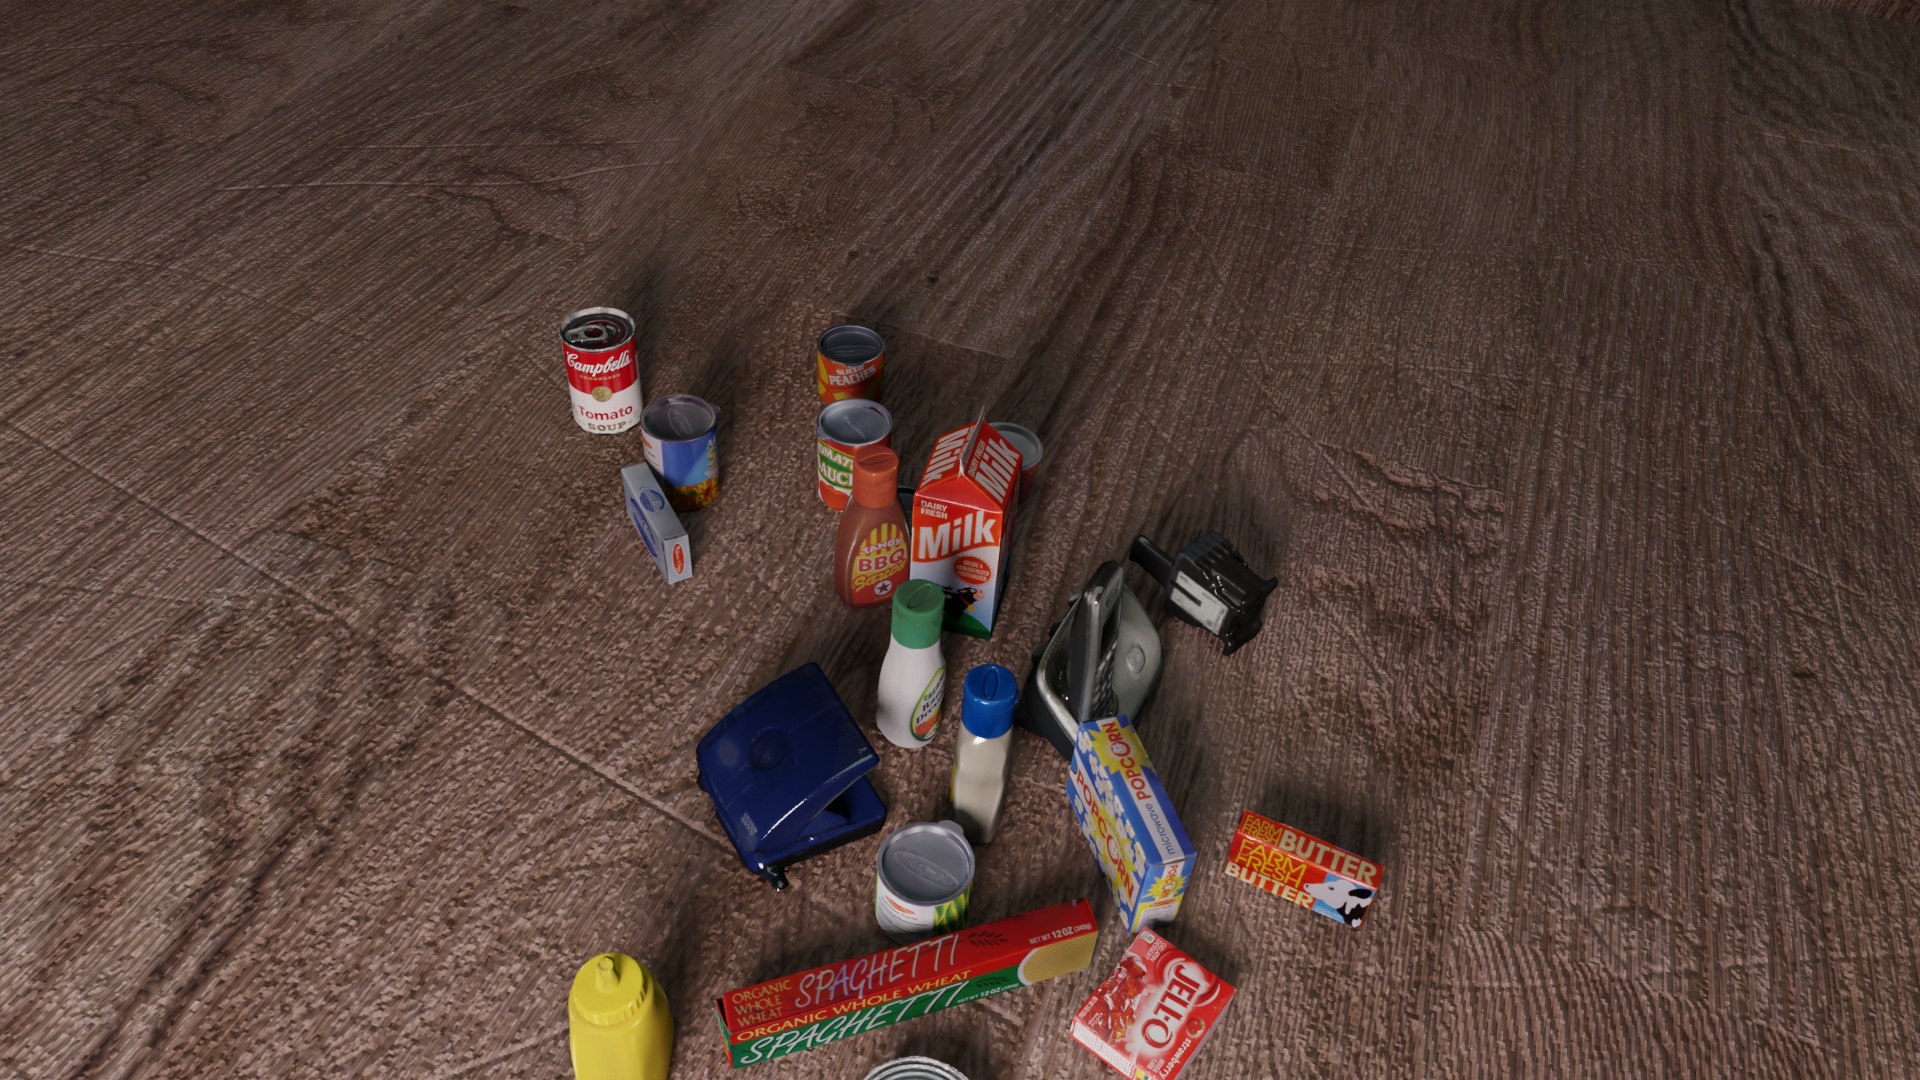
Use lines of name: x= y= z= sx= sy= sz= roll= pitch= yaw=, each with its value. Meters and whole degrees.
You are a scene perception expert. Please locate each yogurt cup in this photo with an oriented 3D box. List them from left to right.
yogurt cup: x=0.039 y=-0.067 z=1.271 sx=0.072 sy=0.053 sz=0.073 roll=3 pitch=44 yaw=-2

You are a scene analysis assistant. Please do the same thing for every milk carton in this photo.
milk carton: x=0.004 y=-0.014 z=1.113 sx=0.073 sy=0.189 sz=0.073 roll=13 pitch=44 yaw=8

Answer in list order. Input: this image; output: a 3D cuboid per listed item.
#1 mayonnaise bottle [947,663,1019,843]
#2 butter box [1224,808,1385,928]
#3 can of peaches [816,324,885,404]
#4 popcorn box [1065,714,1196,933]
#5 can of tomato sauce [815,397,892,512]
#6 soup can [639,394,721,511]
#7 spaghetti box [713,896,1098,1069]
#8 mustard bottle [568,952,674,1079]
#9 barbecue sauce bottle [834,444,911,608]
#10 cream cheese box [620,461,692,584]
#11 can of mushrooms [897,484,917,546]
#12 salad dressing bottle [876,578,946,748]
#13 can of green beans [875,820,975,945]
mayonnaise bottle: x=0.015 y=0.147 z=0.975 sx=0.041 sy=0.147 sz=0.065 roll=7 pitch=44 yaw=2
butter box: x=0.240 y=0.231 z=0.977 sx=0.103 sy=0.052 sz=0.024 roll=21 pitch=46 yaw=16
can of peaches: x=-0.107 y=-0.168 z=1.360 sx=0.071 sy=0.057 sz=0.071 roll=3 pitch=44 yaw=-2
popcorn box: x=0.117 y=0.198 z=0.977 sx=0.038 sy=0.084 sz=0.127 roll=-10 pitch=45 yaw=-15
can of tomato sauce: x=-0.096 y=-0.074 z=1.245 sx=0.071 sy=0.082 sz=0.071 roll=3 pitch=44 yaw=-2
soup can: x=-0.245 y=-0.078 z=1.234 sx=0.071 sy=0.083 sz=0.072 roll=3 pitch=44 yaw=-2
spaghetti box: x=-0.032 y=0.284 z=0.897 sx=0.251 sy=0.049 sz=0.029 roll=-11 pitch=46 yaw=-16
mustard bottle: x=-0.199 y=0.280 z=0.807 sx=0.049 sy=0.159 sz=0.066 roll=10 pitch=44 yaw=5
barbecue sauce bottle: x=-0.071 y=-0.011 z=1.133 sx=0.065 sy=0.147 sz=0.044 roll=-16 pitch=47 yaw=-21
cream cheese box: x=-0.260 y=-0.016 z=1.189 sx=0.024 sy=0.053 sz=0.104 roll=-19 pitch=48 yaw=-23
can of mushrooms: x=-0.052 y=-0.014 z=1.221 sx=0.071 sy=0.033 sz=0.071 roll=3 pitch=43 yaw=-2
salad dressing bottle: x=-0.034 y=0.092 z=1.029 sx=0.044 sy=0.146 sz=0.064 roll=25 pitch=47 yaw=20
can of green beans: x=-0.025 y=0.235 z=0.944 sx=0.071 sy=0.057 sz=0.071 roll=3 pitch=44 yaw=-2
